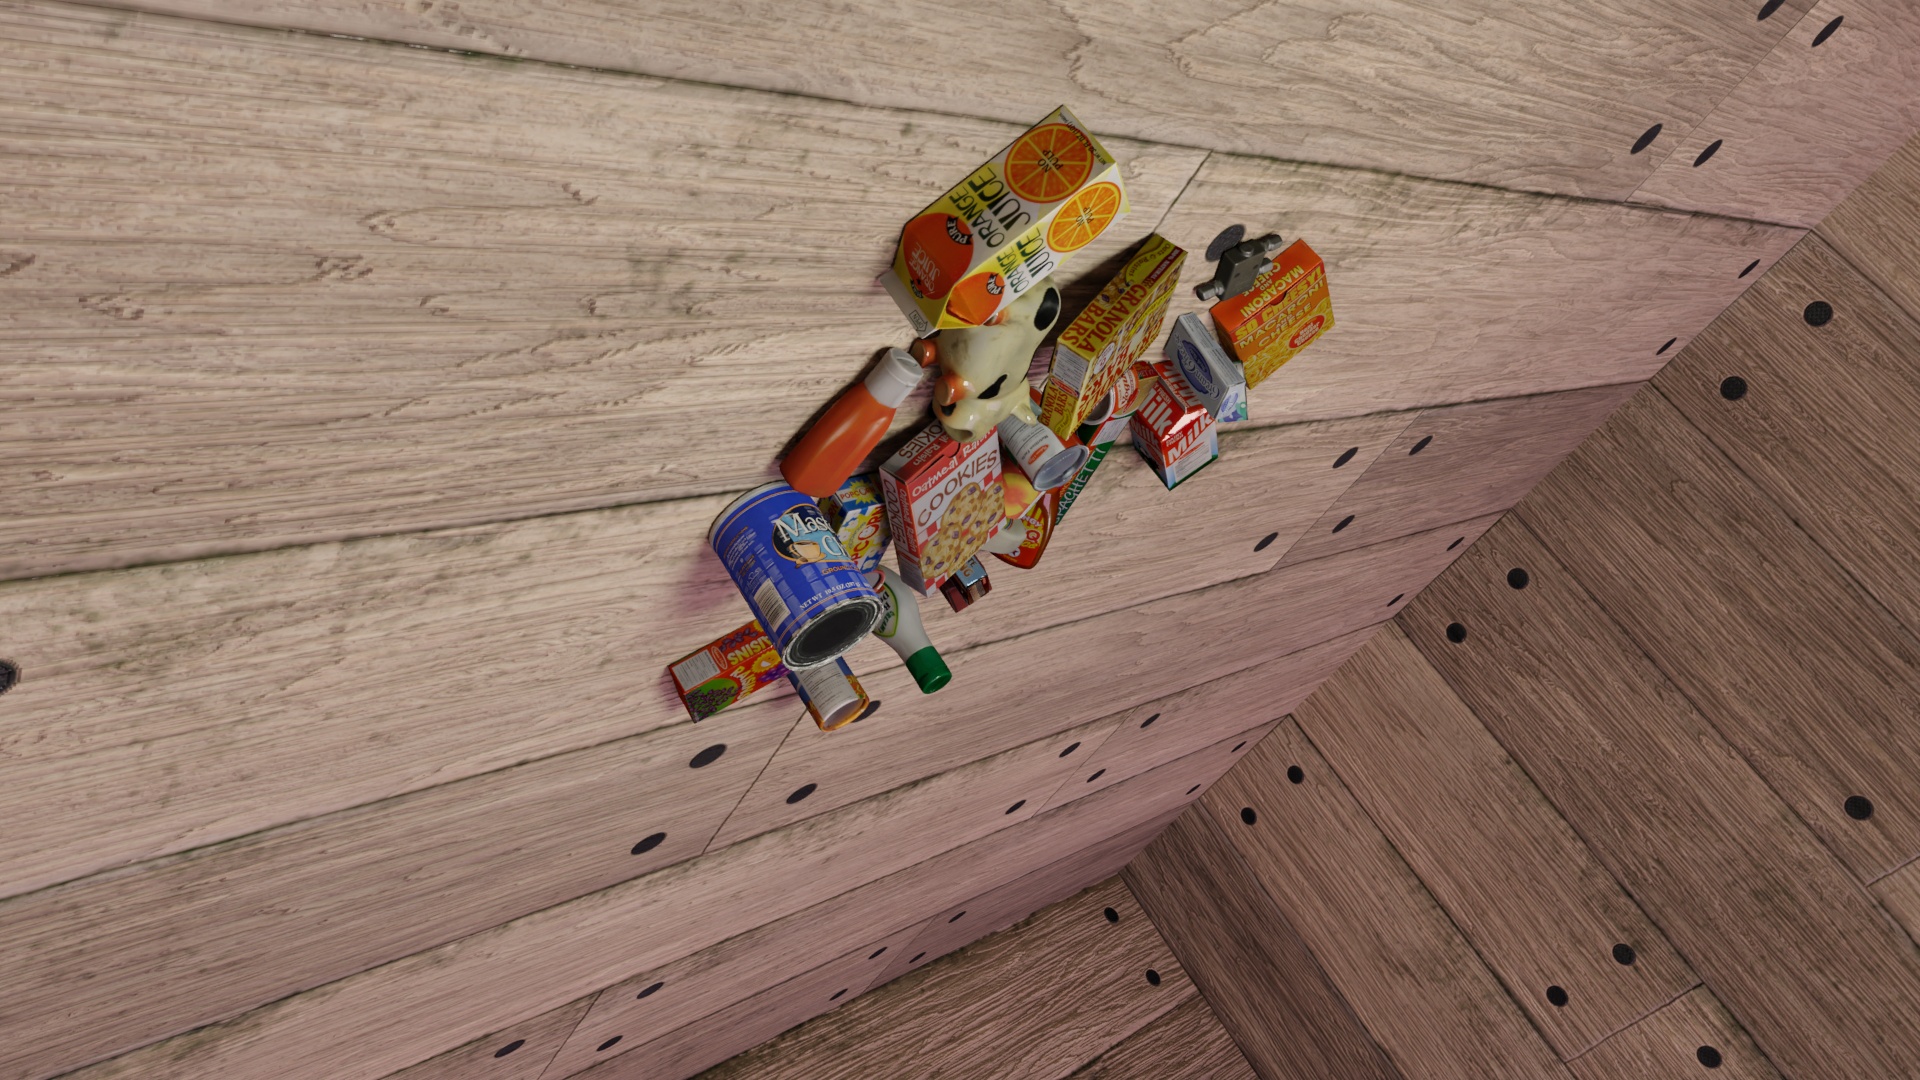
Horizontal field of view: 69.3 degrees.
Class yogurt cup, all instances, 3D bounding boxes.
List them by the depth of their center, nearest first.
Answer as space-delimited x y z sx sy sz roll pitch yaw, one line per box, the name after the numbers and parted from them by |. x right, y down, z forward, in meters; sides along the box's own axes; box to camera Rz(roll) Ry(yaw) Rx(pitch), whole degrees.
0.141 -0.155 1.386 0.054 0.072 0.072 -25 156 -41 | yogurt cup

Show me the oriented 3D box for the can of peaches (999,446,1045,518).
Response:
0.055 -0.066 1.438 0.071 0.071 0.057 -5 143 -50 | can of peaches

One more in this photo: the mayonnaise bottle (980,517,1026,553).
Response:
0.005 -0.018 1.465 0.148 0.065 0.041 3 137 -51 | mayonnaise bottle

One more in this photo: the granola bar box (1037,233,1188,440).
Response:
0.138 -0.187 1.277 0.166 0.039 0.123 -48 165 -28 | granola bar box

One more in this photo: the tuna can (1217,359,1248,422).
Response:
0.293 -0.161 1.506 0.033 0.071 0.071 -5 159 10 | tuna can

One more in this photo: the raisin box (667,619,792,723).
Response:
-0.236 0.133 1.451 0.124 0.040 0.085 -29 155 -17 | raisin box

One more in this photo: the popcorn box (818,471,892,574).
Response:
-0.106 -0.010 1.356 0.085 0.038 0.126 -16 150 -38 | popcorn box

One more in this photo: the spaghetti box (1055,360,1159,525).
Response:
0.135 -0.098 1.527 0.050 0.029 0.248 -15 149 -39 | spaghetti box

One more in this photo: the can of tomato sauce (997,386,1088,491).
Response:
0.077 -0.100 1.375 0.071 0.083 0.071 -29 156 -14 | can of tomato sauce

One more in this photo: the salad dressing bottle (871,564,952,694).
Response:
-0.062 0.095 1.476 0.064 0.148 0.044 -48 154 26 | salad dressing bottle

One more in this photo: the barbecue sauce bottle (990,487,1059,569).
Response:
0.080 -0.037 1.534 0.044 0.065 0.147 -61 175 -50 | barbecue sauce bottle

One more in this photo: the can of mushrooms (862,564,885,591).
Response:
-0.112 0.038 1.447 0.071 0.033 0.070 -28 155 -14 | can of mushrooms

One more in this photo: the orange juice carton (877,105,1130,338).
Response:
0.030 -0.236 1.067 0.192 0.072 0.073 -37 156 2 | orange juice carton

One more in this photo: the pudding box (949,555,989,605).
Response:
-0.003 0.024 1.502 0.030 0.084 0.049 -31 156 -11 | pudding box

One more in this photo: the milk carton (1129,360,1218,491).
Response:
0.234 -0.133 1.542 0.073 0.072 0.190 -35 158 -1 | milk carton

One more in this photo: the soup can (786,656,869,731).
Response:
-0.151 0.165 1.572 0.071 0.084 0.071 -29 156 -14 | soup can

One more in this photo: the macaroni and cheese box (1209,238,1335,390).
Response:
0.345 -0.244 1.520 0.123 0.040 0.166 -38 157 6 | macaroni and cheese box

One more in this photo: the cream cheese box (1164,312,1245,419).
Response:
0.251 -0.180 1.433 0.024 0.104 0.053 -17 150 -22 | cream cheese box

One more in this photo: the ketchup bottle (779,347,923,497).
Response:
-0.091 -0.101 1.197 0.148 0.043 0.065 -47 155 24 | ketchup bottle

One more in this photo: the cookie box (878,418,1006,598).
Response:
-0.013 -0.041 1.336 0.123 0.040 0.166 -43 147 -26 | cookie box
